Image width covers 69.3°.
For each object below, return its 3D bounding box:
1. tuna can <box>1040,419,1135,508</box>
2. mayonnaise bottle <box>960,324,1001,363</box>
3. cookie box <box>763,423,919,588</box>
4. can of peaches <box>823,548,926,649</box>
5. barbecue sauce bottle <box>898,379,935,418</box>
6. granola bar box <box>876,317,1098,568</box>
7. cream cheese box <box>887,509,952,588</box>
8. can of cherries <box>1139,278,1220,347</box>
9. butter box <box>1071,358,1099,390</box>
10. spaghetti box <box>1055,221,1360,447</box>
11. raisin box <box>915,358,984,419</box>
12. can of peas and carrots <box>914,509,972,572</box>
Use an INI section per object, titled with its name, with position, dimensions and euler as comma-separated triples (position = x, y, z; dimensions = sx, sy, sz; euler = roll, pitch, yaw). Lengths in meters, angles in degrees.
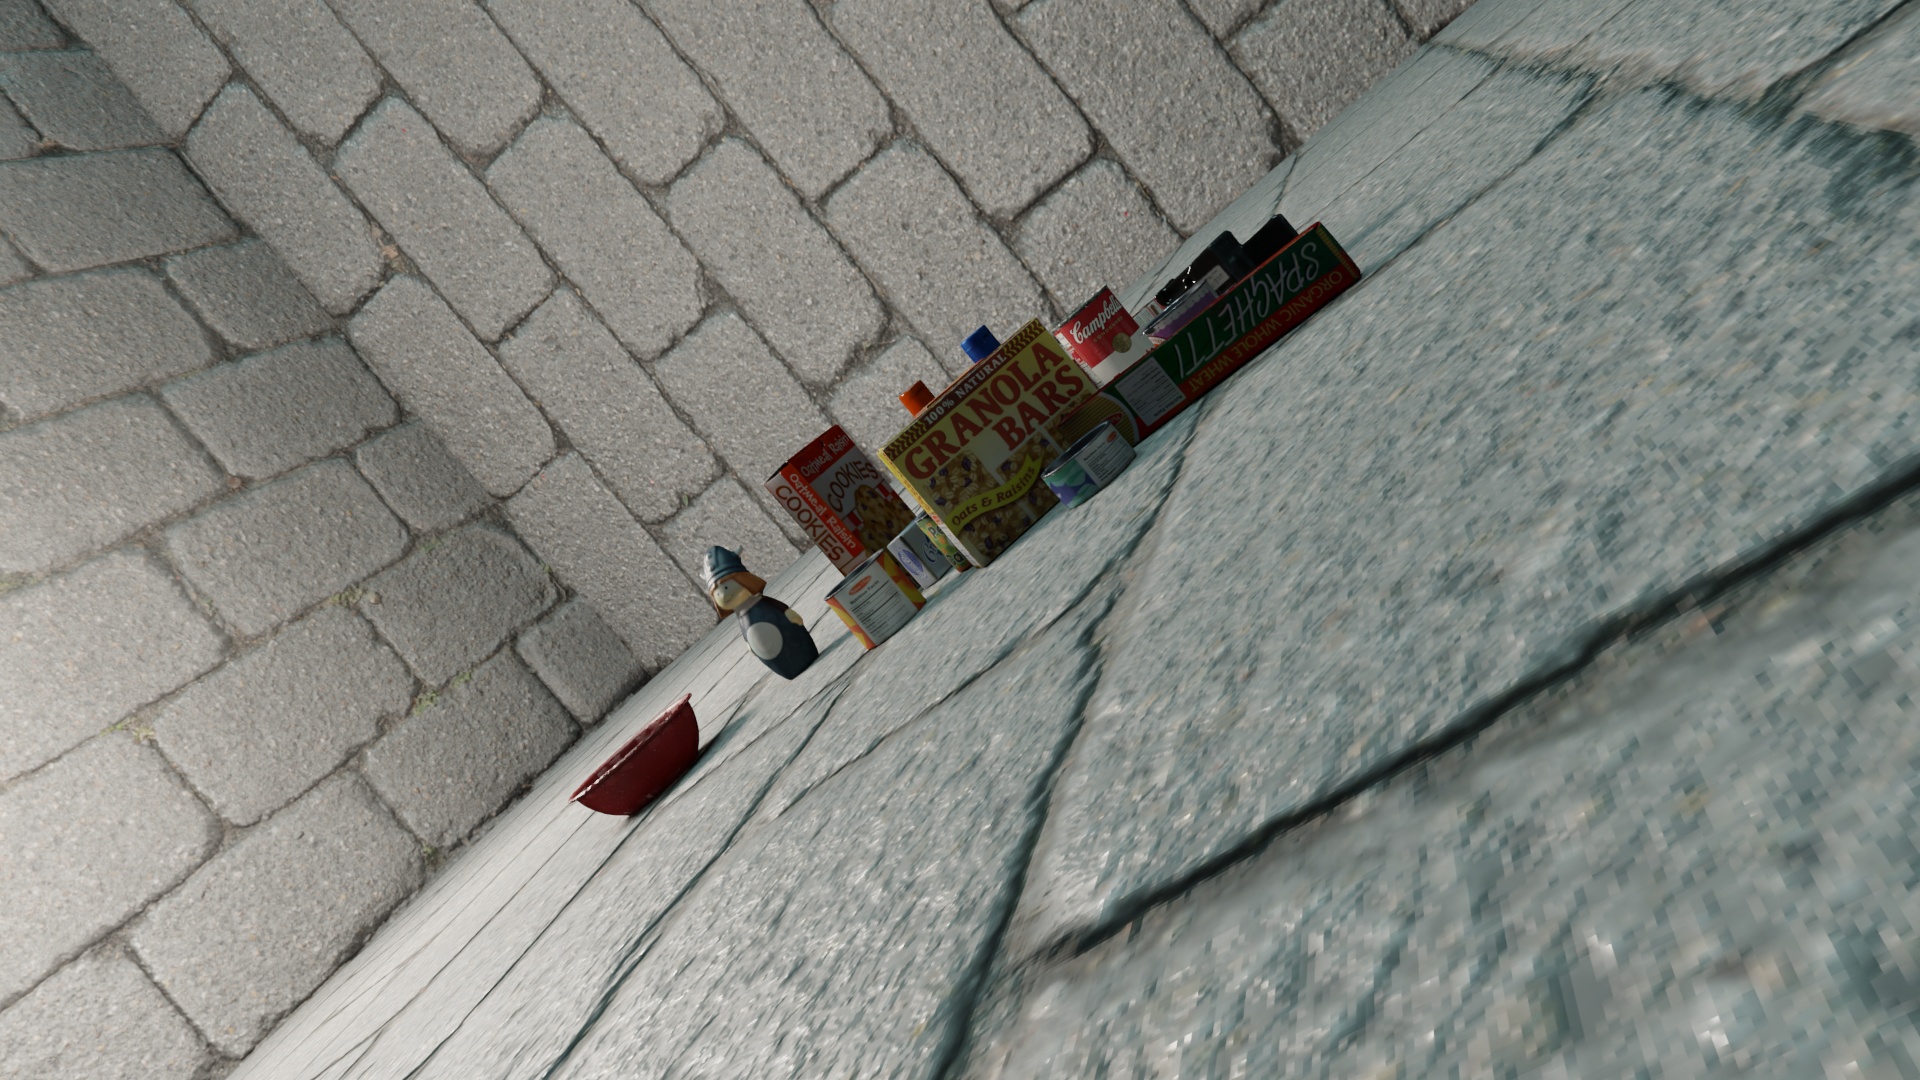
[tuna can]
position = 0.093, -0.055, 1.026
dimensions = 0.071, 0.033, 0.071
euler = -40, 6, 5
[mayonnaise bottle]
position = 0.060, -0.173, 1.548
dimensions = 0.065, 0.148, 0.041
euler = -45, 7, -40
[cookie box]
position = -0.096, -0.021, 1.309
dimensions = 0.040, 0.167, 0.123
euler = -38, 6, 26
[can of peaches]
position = -0.071, 0.049, 1.168
dimensions = 0.071, 0.058, 0.071
euler = -40, 6, 5
[barbecue sauce bottle]
position = -0.016, -0.133, 1.736
dimensions = 0.065, 0.148, 0.043
euler = -43, 6, -25
[granola bar box]
position = 0.035, -0.077, 1.109
dimensions = 0.166, 0.124, 0.039
euler = -42, 6, -11
[cream cheese box]
position = -0.018, -0.005, 1.262
dimensions = 0.024, 0.053, 0.104
euler = -35, 8, 43
[can of cherries]
position = 0.190, -0.168, 1.131
dimensions = 0.071, 0.058, 0.071
euler = -40, 6, 5
[butter box]
position = 0.137, -0.186, 1.624
dimensions = 0.024, 0.053, 0.103
euler = -41, 6, -5
[spaghetti box]
position = 0.179, -0.139, 1.025
dimensions = 0.249, 0.050, 0.029
euler = -37, 6, 29
[raisin box]
position = 0.028, -0.104, 1.362
dimensions = 0.086, 0.123, 0.040
euler = -43, 6, -22
[can of peas and carrots]
position = 0.004, -0.015, 1.162
dimensions = 0.071, 0.058, 0.071
euler = -40, 6, 5
